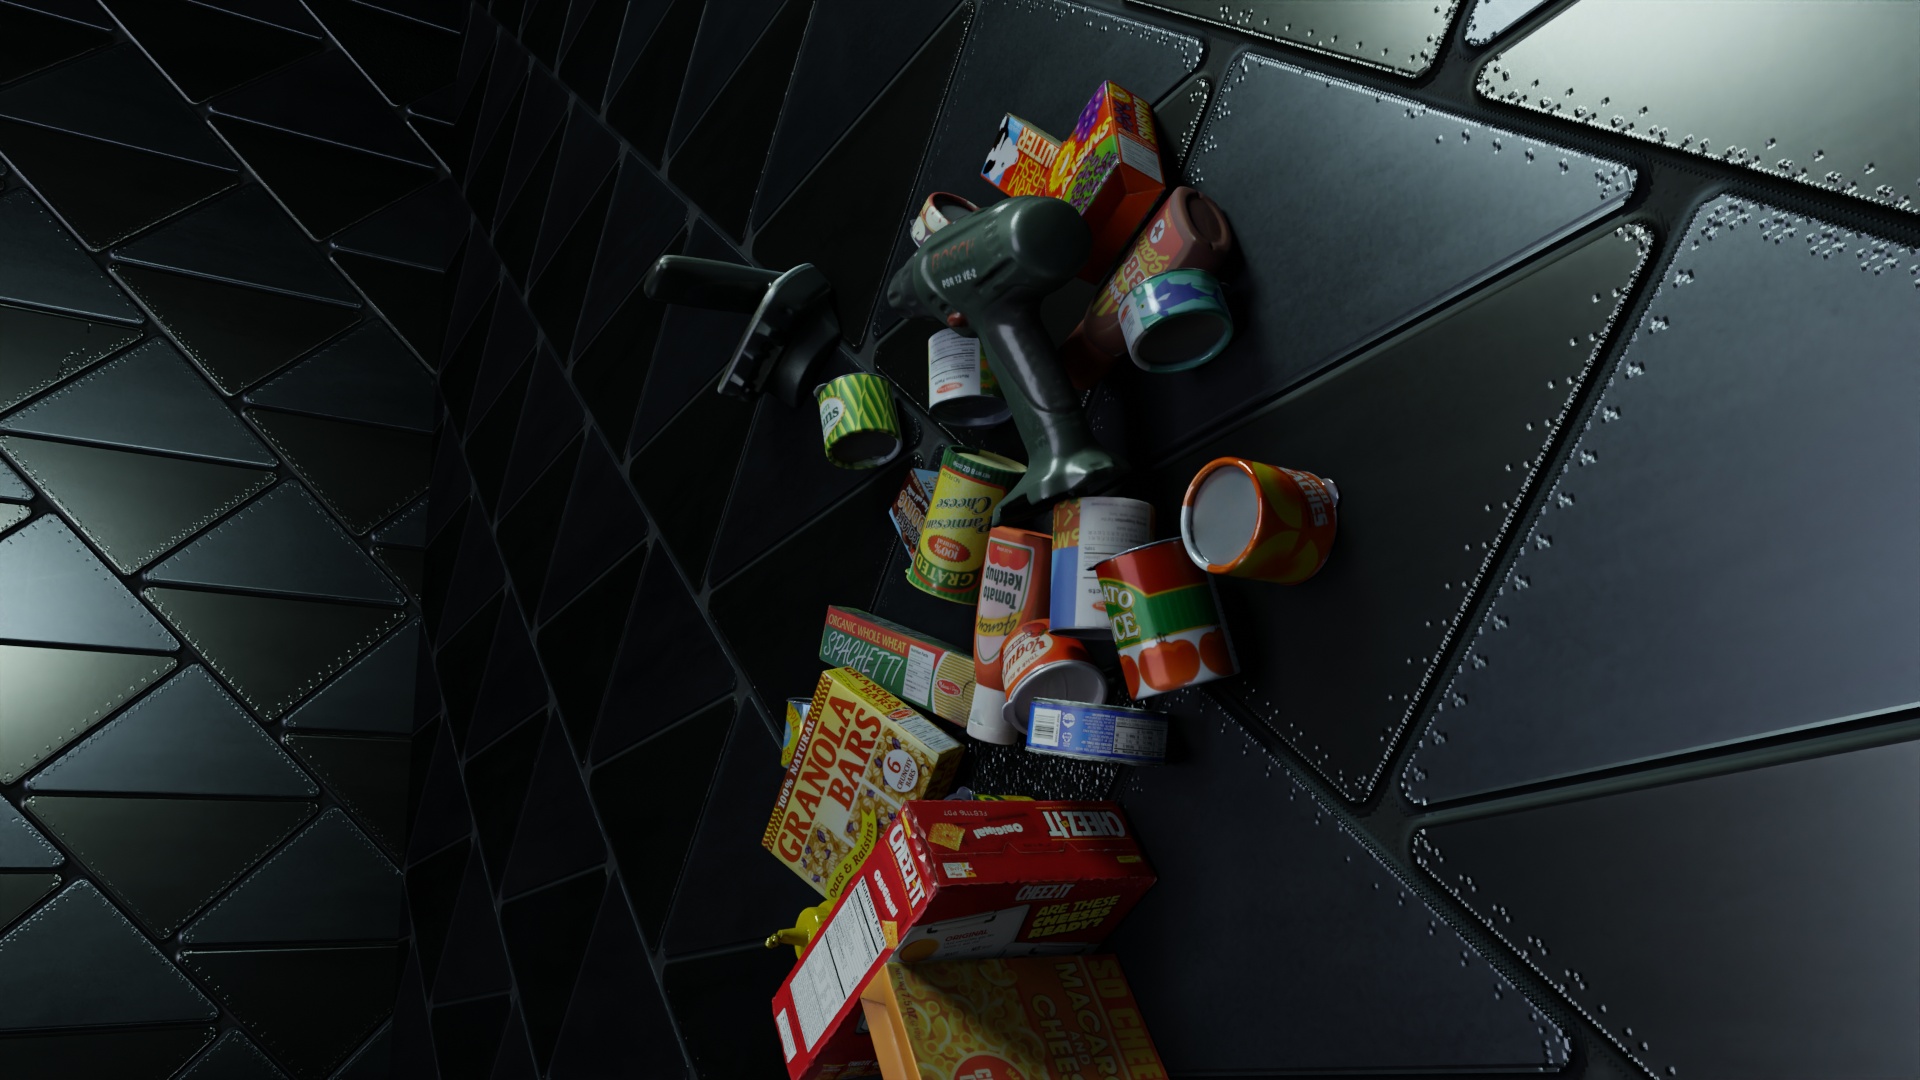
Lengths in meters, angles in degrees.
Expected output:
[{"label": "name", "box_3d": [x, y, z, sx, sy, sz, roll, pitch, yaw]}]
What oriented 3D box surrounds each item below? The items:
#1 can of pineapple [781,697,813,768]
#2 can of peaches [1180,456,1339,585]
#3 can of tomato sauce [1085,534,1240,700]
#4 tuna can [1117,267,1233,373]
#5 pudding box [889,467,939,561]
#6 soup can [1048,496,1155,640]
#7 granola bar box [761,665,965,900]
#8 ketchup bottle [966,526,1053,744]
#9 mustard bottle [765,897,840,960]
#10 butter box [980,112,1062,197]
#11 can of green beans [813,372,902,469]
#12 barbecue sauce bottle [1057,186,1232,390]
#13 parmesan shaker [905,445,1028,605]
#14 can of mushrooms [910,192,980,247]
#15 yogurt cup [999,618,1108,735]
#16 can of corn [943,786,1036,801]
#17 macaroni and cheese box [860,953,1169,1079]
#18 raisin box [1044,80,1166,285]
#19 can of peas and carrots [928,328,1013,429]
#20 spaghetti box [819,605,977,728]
[{"label": "can of pineapple", "box_3d": [-0.117, 0.164, 1.168, 0.071, 0.071, 0.058, 1, 83, 58]}, {"label": "can of peaches", "box_3d": [0.167, -0.012, 0.776, 0.071, 0.058, 0.071, -20, 66, 55]}, {"label": "can of tomato sauce", "box_3d": [0.118, 0.046, 0.811, 0.071, 0.071, 0.083, -27, 75, 52]}, {"label": "tuna can", "box_3d": [0.135, -0.134, 0.853, 0.070, 0.071, 0.033, -43, 49, 45]}, {"label": "pudding box", "box_3d": [-0.023, -0.013, 1.102, 0.049, 0.030, 0.084, -61, 37, 31]}, {"label": "soup can", "box_3d": [0.090, 0.020, 0.884, 0.071, 0.071, 0.084, -13, 71, 56]}, {"label": "granola bar box", "box_3d": [-0.078, 0.200, 1.084, 0.124, 0.039, 0.165, 31, 111, 28]}, {"label": "ketchup bottle", "box_3d": [0.036, 0.067, 0.976, 0.065, 0.043, 0.148, 15, 96, 51]}, {"label": "mustard bottle", "box_3d": [-0.063, 0.276, 0.971, 0.049, 0.160, 0.065, 42, 117, 55]}, {"label": "butter box", "box_3d": [0.054, -0.282, 1.052, 0.104, 0.024, 0.053, 51, 124, 50]}, {"label": "can of green beans", "box_3d": [-0.086, -0.101, 1.188, 0.071, 0.071, 0.058, -42, 49, 45]}, {"label": "barbecue sauce bottle", "box_3d": [0.115, -0.157, 0.906, 0.147, 0.044, 0.065, -48, 34, 41]}, {"label": "parmesan shaker", "box_3d": [0.004, -0.013, 1.021, 0.071, 0.071, 0.102, 34, 112, 55]}, {"label": "can of mushrooms", "box_3d": [-0.005, -0.244, 1.094, 0.033, 0.071, 0.071, -56, 40, 32]}, {"label": "yogurt cup", "box_3d": [0.058, 0.089, 0.919, 0.072, 0.072, 0.054, -61, 29, 29]}, {"label": "can of corn", "box_3d": [0.021, 0.205, 0.951, 0.071, 0.058, 0.071, -20, 66, 55]}, {"label": "macaroni and cheese box", "box_3d": [0.037, 0.304, 0.800, 0.040, 0.167, 0.124, -58, 39, 33]}, {"label": "raisin box", "box_3d": [0.094, -0.242, 0.933, 0.085, 0.040, 0.124, -54, 22, 37]}, {"label": "can of peas and carrots", "box_3d": [0.010, -0.122, 1.047, 0.070, 0.071, 0.059, -24, 63, 53]}, {"label": "spaghetti box", "box_3d": [-0.045, 0.097, 1.109, 0.250, 0.029, 0.050, 14, 95, 58]}]
